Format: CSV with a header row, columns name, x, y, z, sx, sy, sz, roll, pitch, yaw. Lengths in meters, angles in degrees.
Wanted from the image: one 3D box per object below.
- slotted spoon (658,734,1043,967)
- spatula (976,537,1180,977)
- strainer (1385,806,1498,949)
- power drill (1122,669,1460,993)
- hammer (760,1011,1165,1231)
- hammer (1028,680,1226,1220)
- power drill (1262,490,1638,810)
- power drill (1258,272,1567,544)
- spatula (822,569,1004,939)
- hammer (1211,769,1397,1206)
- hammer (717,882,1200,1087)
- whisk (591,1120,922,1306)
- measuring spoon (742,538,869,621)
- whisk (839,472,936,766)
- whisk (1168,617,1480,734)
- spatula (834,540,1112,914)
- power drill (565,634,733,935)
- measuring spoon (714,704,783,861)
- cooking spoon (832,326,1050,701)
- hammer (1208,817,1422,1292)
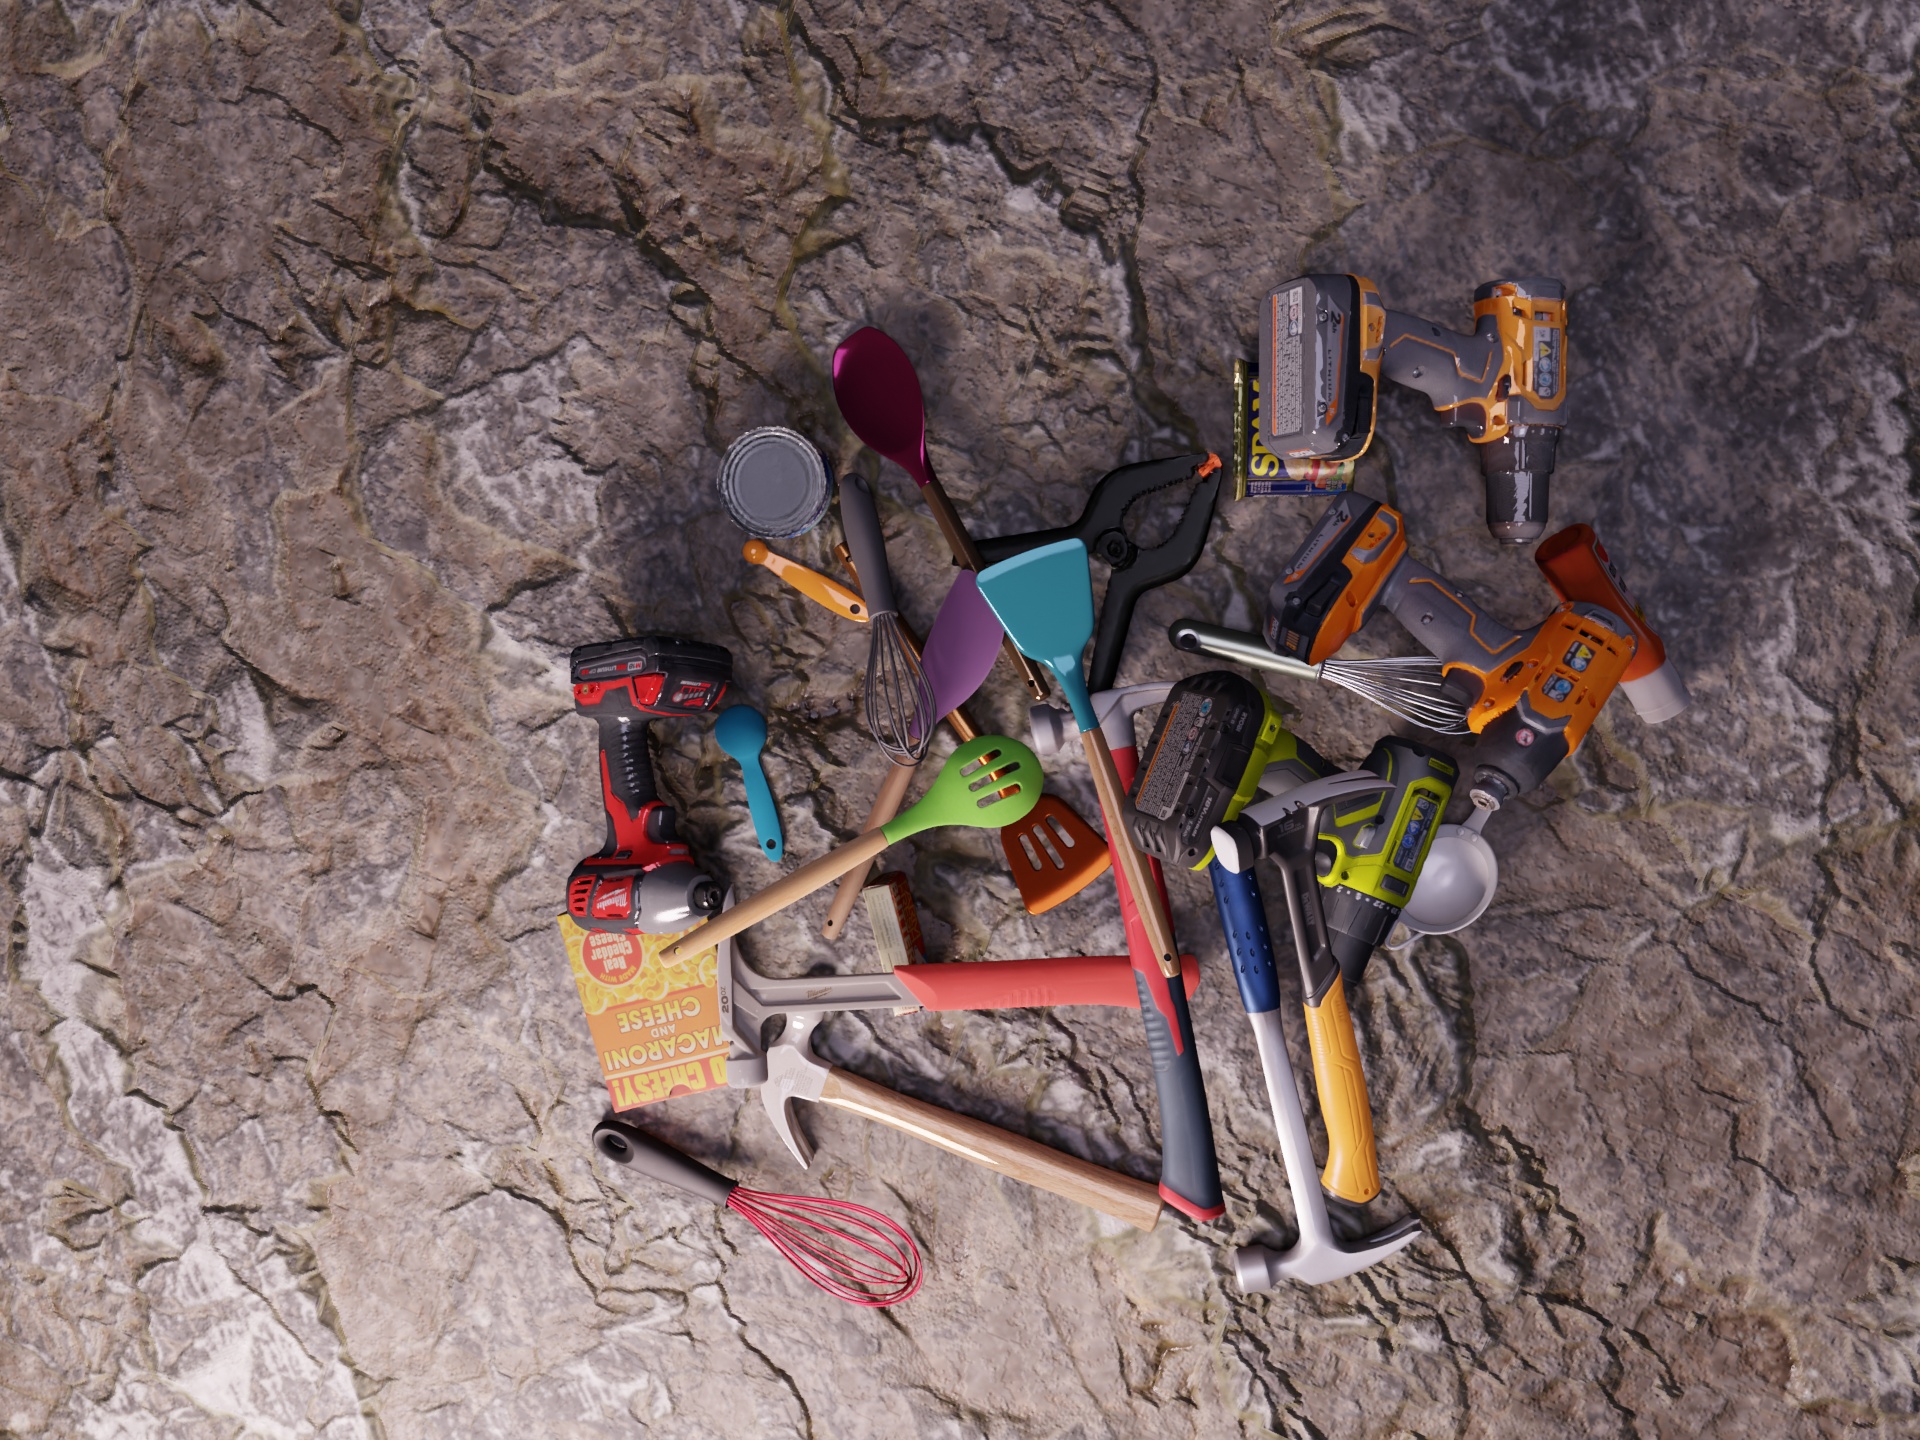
name,x,y,z,sx,sy,sz,roll,pitch,yaw
slotted spoon,-0.077,0.099,1.159,0.314,0.031,0.070,-28,80,-10
spatula,0.099,0.032,1.132,0.082,0.044,0.317,-19,86,2
strainer,0.389,0.060,1.165,0.087,0.050,0.258,32,95,49
power drill,0.233,0.079,1.121,0.228,0.080,0.190,23,88,-25
hammer,-0.001,0.328,1.251,0.331,0.031,0.130,20,97,6
hammer,0.156,0.165,1.159,0.143,0.038,0.386,-12,86,8
power drill,0.326,-0.046,1.099,0.227,0.084,0.164,32,70,19
power drill,0.321,-0.215,1.098,0.226,0.084,0.185,-2,94,-21
spatula,-0.041,0.035,1.214,0.060,0.018,0.316,33,109,25
hammer,0.261,0.198,1.109,0.127,0.034,0.336,-21,114,-15
hammer,0.000,0.189,1.191,0.359,0.037,0.149,-2,91,-6
whisk,-0.166,0.388,1.270,0.296,0.073,0.073,21,98,12
measuring spoon,-0.120,-0.108,1.241,0.117,0.011,0.021,30,99,5
whisk,-0.061,-0.079,1.191,0.055,0.055,0.239,-16,72,10
whisk,0.274,-0.038,1.172,0.246,0.059,0.057,14,120,12
spatula,-0.002,-0.004,1.218,0.081,0.041,0.322,-35,88,5
power drill,-0.232,0.052,1.198,0.143,0.078,0.220,-4,82,38
measuring spoon,-0.164,0.051,1.255,0.042,0.021,0.128,-15,91,10
cooking spoon,-0.012,-0.155,1.196,0.069,0.017,0.319,-31,80,22
hammer,0.238,0.228,1.204,0.144,0.035,0.405,-13,93,10
